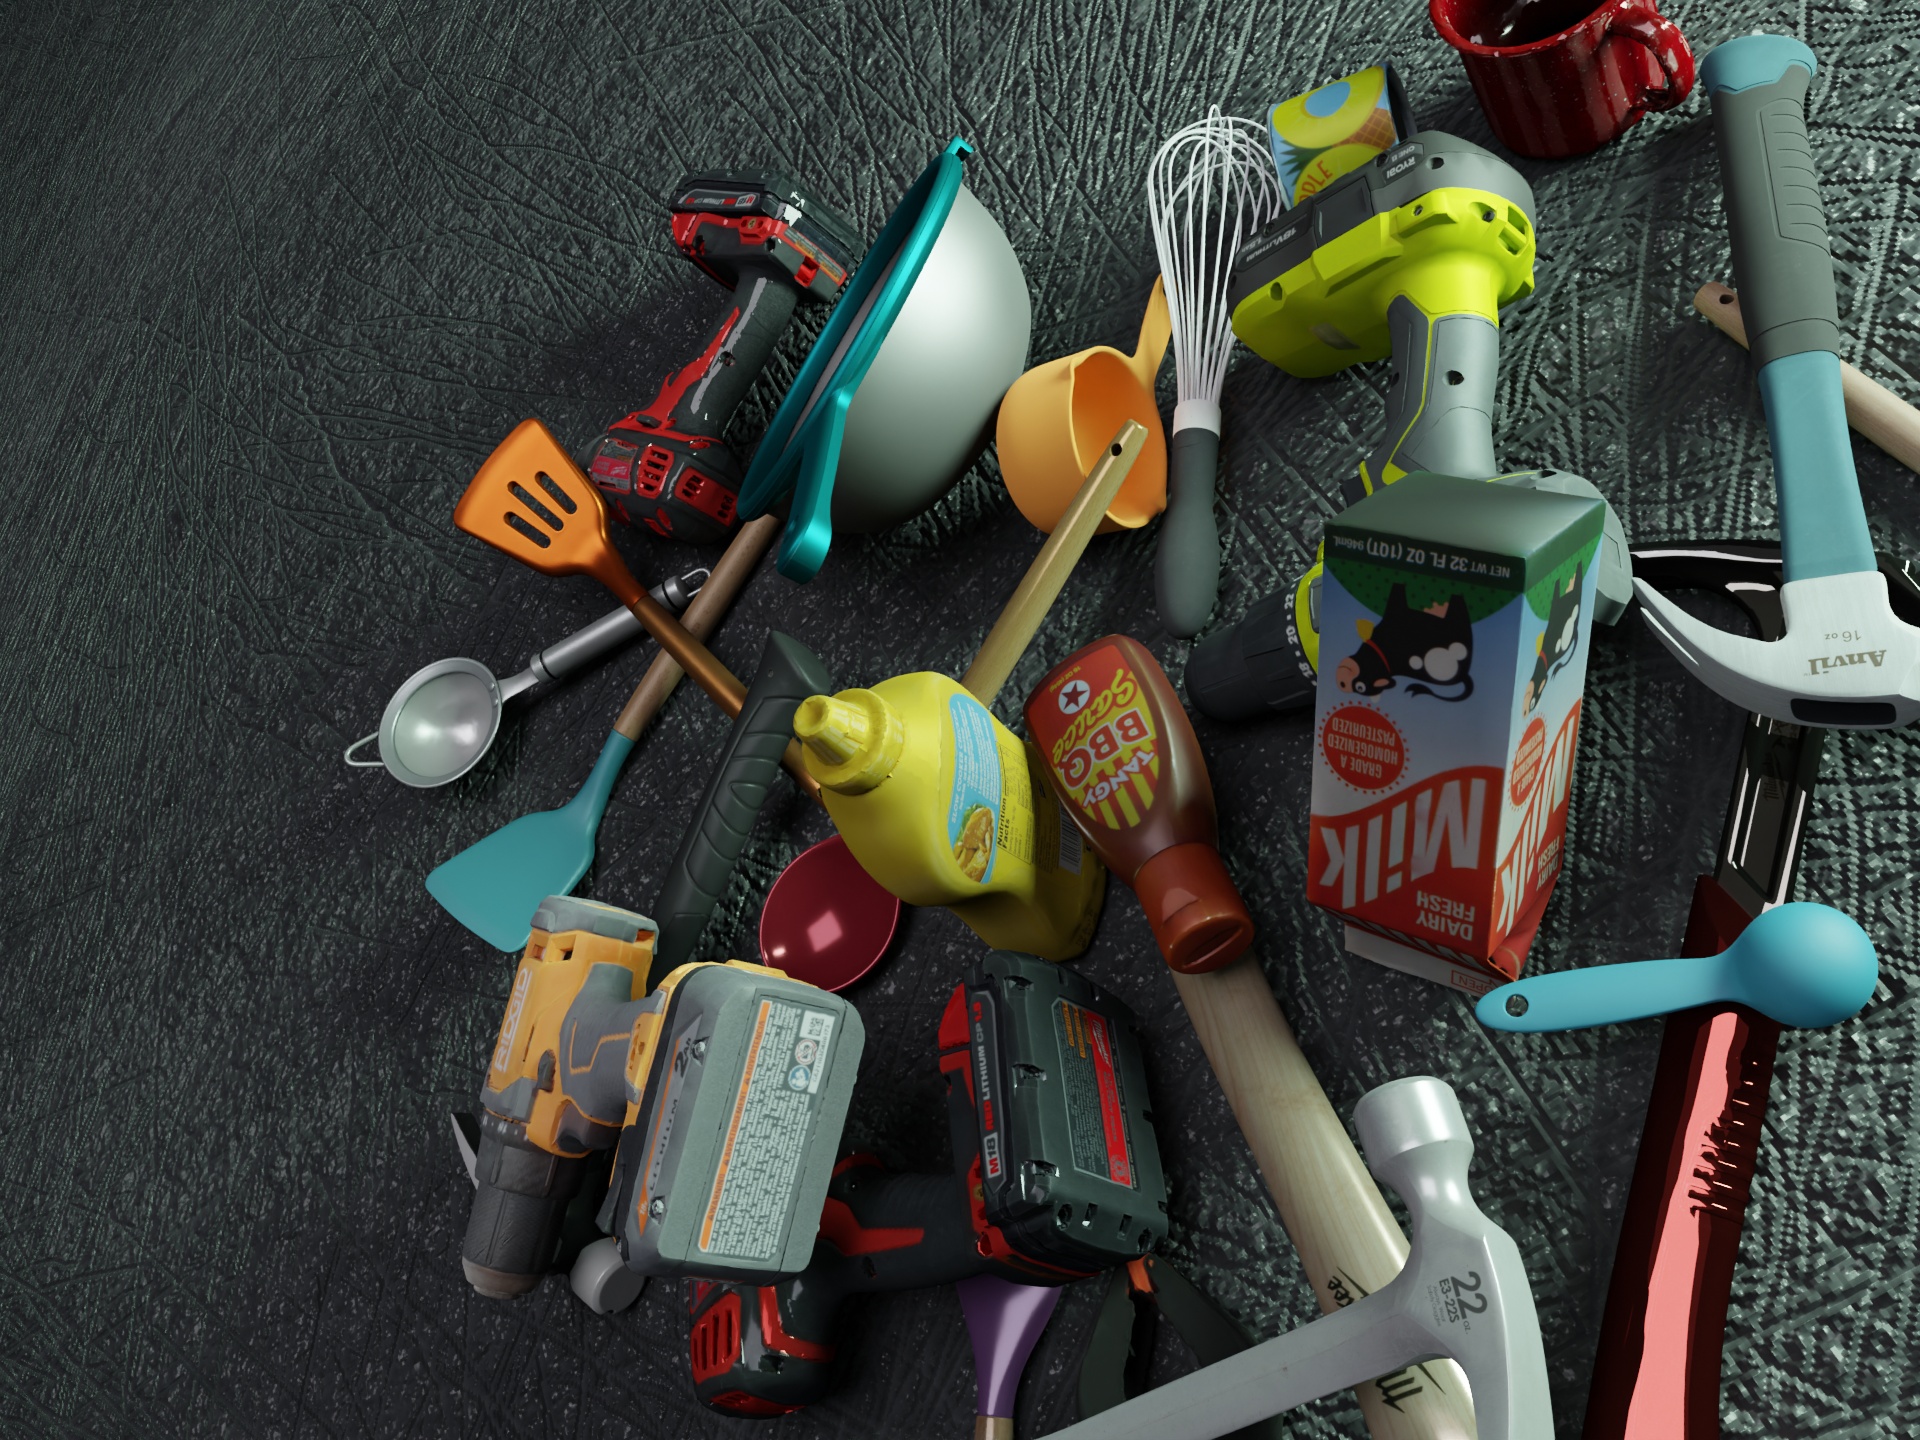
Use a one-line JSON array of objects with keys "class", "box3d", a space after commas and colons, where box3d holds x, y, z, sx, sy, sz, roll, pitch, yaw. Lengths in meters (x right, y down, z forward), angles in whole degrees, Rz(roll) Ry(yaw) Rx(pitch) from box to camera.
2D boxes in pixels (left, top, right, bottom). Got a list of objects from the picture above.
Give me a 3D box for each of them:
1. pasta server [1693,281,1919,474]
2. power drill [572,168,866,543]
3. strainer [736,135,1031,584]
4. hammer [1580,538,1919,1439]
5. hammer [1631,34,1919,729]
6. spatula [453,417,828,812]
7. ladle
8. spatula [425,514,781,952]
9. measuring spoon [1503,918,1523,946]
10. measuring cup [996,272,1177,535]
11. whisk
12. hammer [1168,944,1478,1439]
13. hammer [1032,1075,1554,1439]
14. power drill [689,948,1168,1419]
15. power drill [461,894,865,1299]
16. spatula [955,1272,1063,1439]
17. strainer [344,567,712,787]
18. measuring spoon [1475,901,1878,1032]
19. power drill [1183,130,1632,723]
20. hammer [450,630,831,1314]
[{"class": "pasta server", "box3d": [0.375, -0.078, 0.562, 0.060, 0.040, 0.317, -35, 51, 3]}, {"class": "power drill", "box3d": [-0.158, -0.217, 0.963, 0.143, 0.078, 0.220, 18, 83, 44]}, {"class": "strainer", "box3d": [-0.027, -0.140, 0.767, 0.211, 0.095, 0.341, -52, 19, 29]}, {"class": "hammer", "box3d": [0.256, 0.103, 0.556, 0.149, 0.036, 0.359, 9, 73, 37]}, {"class": "hammer", "box3d": [0.319, -0.144, 0.605, 0.128, 0.033, 0.331, -9, 56, 29]}, {"class": "spatula", "box3d": [-0.167, -0.051, 0.878, 0.323, 0.041, 0.081, 42, 96, 28]}, {"class": "ladle", "box3d": [-0.001, -0.002, 0.746, 0.069, 0.031, 0.315, 38, 105, 23]}, {"class": "spatula", "box3d": [-0.181, -0.016, 0.903, 0.082, 0.044, 0.317, 30, 85, 29]}, {"class": "measuring spoon", "box3d": [0.202, 0.040, 0.641, 0.021, 0.011, 0.117, -27, 52, 24]}, {"class": "measuring cup", "box3d": [0.068, -0.164, 0.794, 0.052, 0.095, 0.174, -10, 44, 35]}, {"class": "whisk", "box3d": [0.116, -0.173, 0.774, 0.070, 0.070, 0.285, -4, 70, 33]}, {"class": "hammer", "box3d": [0.112, 0.148, 0.605, 0.146, 0.038, 0.411, -37, 46, 18]}, {"class": "hammer", "box3d": [0.026, 0.276, 0.568, 0.405, 0.035, 0.144, -38, 44, 30]}, {"class": "power drill", "box3d": [-0.033, 0.176, 0.680, 0.226, 0.080, 0.188, -33, 46, 30]}, {"class": "power drill", "box3d": [-0.146, 0.178, 0.688, 0.226, 0.084, 0.185, 2, 75, 53]}, {"class": "spatula", "box3d": [0.014, 0.305, 0.633, 0.060, 0.018, 0.316, -8, 63, 30]}, {"class": "strainer", "box3d": [-0.256, -0.026, 0.962, 0.258, 0.050, 0.087, -28, 61, 14]}, {"class": "measuring spoon", "box3d": [0.237, 0.088, 0.538, 0.128, 0.021, 0.042, -15, 60, 26]}, {"class": "power drill", "box3d": [0.174, -0.114, 0.681, 0.190, 0.080, 0.229, -22, 57, 44]}, {"class": "hammer", "box3d": [-0.152, 0.111, 0.807, 0.146, 0.035, 0.335, 23, 89, 39]}]
